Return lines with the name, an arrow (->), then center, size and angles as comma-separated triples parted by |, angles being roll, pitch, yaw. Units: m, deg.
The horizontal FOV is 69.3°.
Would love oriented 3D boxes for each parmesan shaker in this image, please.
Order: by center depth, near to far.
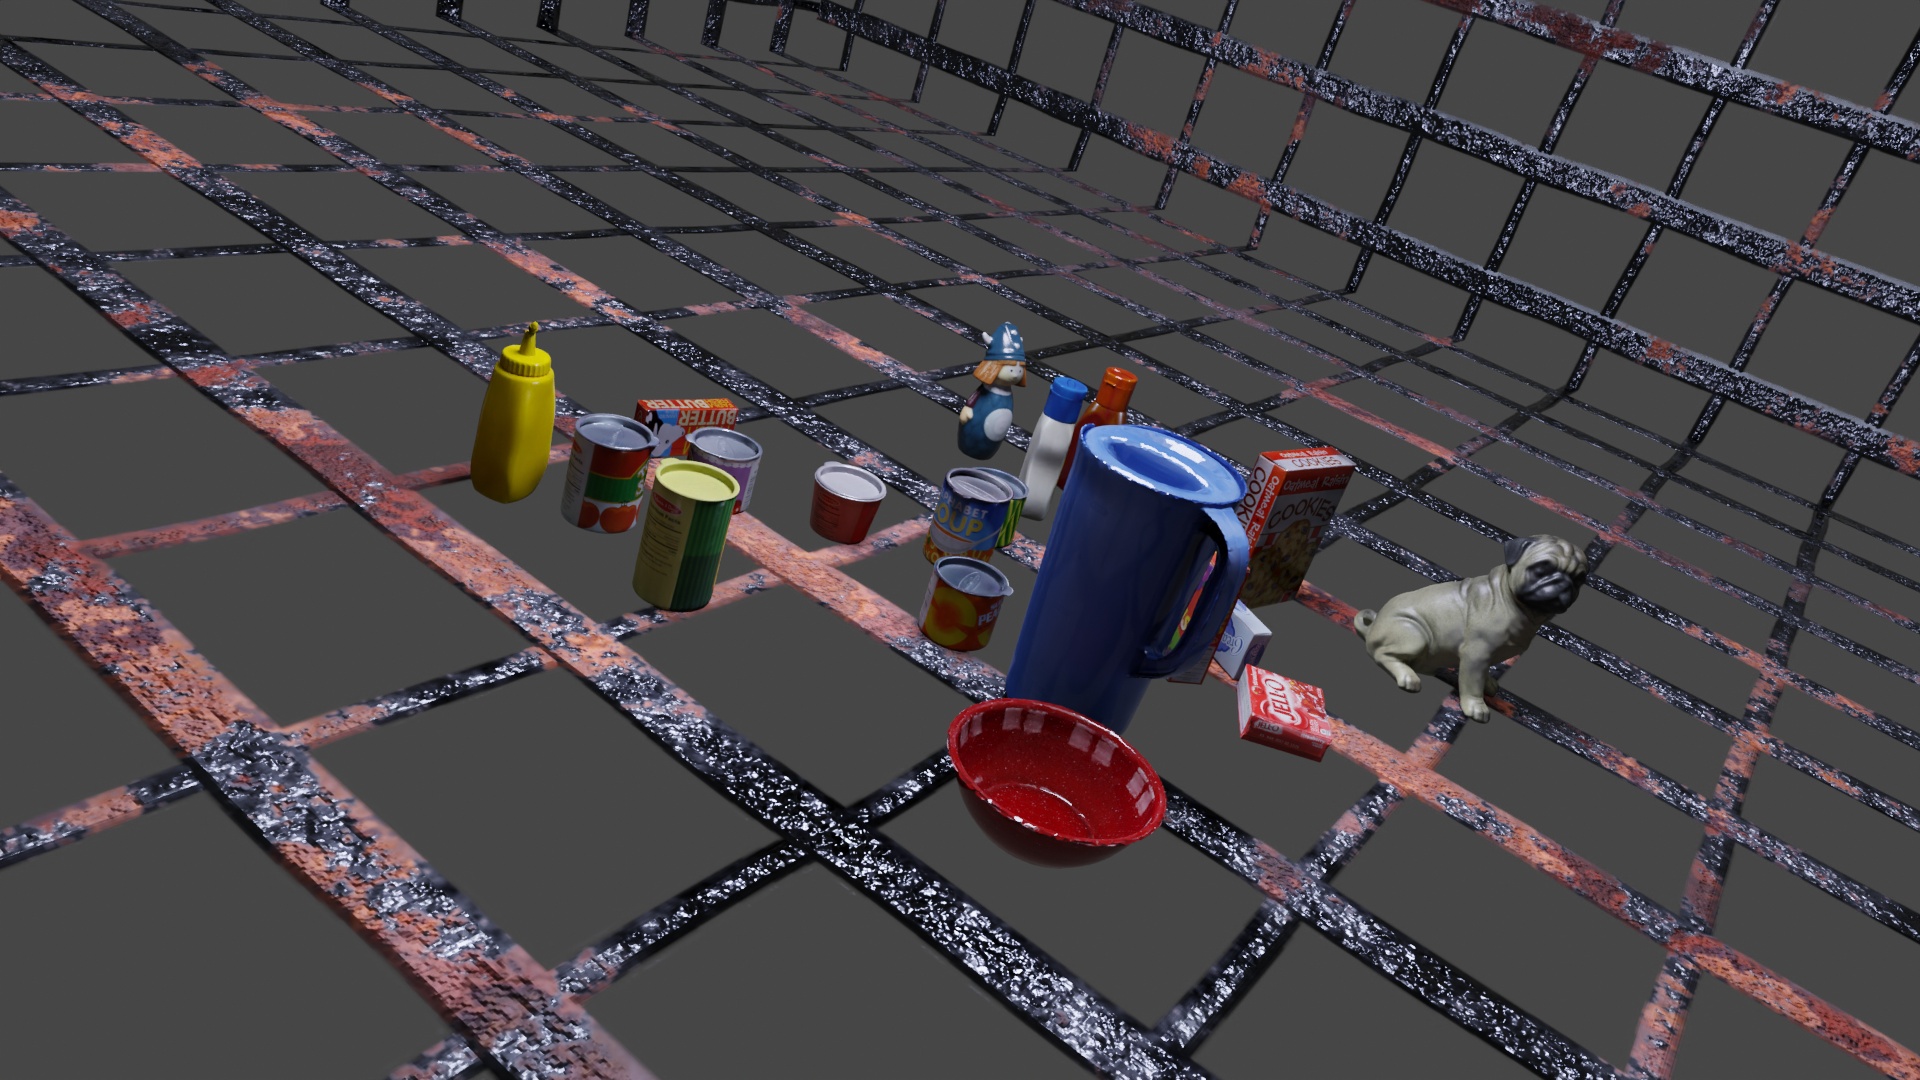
parmesan shaker -> -0.222, -0.005, 1.110 | 0.071, 0.102, 0.071 | 15, 25, -7

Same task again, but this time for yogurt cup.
yogurt cup -> -0.109, -0.033, 1.300 | 0.072, 0.053, 0.073 | 15, 25, -7

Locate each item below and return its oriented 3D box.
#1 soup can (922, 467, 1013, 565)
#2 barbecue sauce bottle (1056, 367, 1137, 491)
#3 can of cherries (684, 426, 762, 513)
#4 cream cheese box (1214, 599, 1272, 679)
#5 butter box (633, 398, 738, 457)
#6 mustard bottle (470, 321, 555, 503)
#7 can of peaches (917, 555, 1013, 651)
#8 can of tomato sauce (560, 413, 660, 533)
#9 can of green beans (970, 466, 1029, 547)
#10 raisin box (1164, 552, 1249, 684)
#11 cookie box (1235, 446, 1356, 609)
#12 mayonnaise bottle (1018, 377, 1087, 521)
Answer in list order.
soup can -> 0.005, -0.016, 1.307 | 0.071, 0.083, 0.071 | 15, 25, -7
barbecue sauce bottle -> 0.154, -0.117, 1.534 | 0.065, 0.147, 0.044 | 32, 28, 27
can of cherries -> -0.224, -0.065, 1.283 | 0.071, 0.058, 0.072 | 15, 25, -7
cream cheese box -> 0.248, 0.081, 1.308 | 0.024, 0.053, 0.104 | 4, 29, -28
butter box -> -0.269, -0.109, 1.349 | 0.104, 0.053, 0.024 | -7, 35, -42
mustard bottle -> -0.369, -0.111, 1.160 | 0.049, 0.159, 0.065 | 23, 25, 9
can of peaches -> 0.004, 0.055, 1.192 | 0.071, 0.057, 0.071 | 15, 25, -7
can of tomato sauce -> -0.300, -0.056, 1.186 | 0.071, 0.082, 0.071 | 15, 25, -7
can of green beans -> 0.029, -0.033, 1.387 | 0.071, 0.057, 0.071 | 15, 25, -7
raisin box -> 0.206, 0.055, 1.251 | 0.040, 0.122, 0.086 | 9, 27, -20
cookie box -> 0.322, -0.012, 1.411 | 0.123, 0.166, 0.040 | -7, 35, -42
mayonnaise bottle -> 0.093, -0.097, 1.453 | 0.041, 0.147, 0.065 | 16, 25, -5
